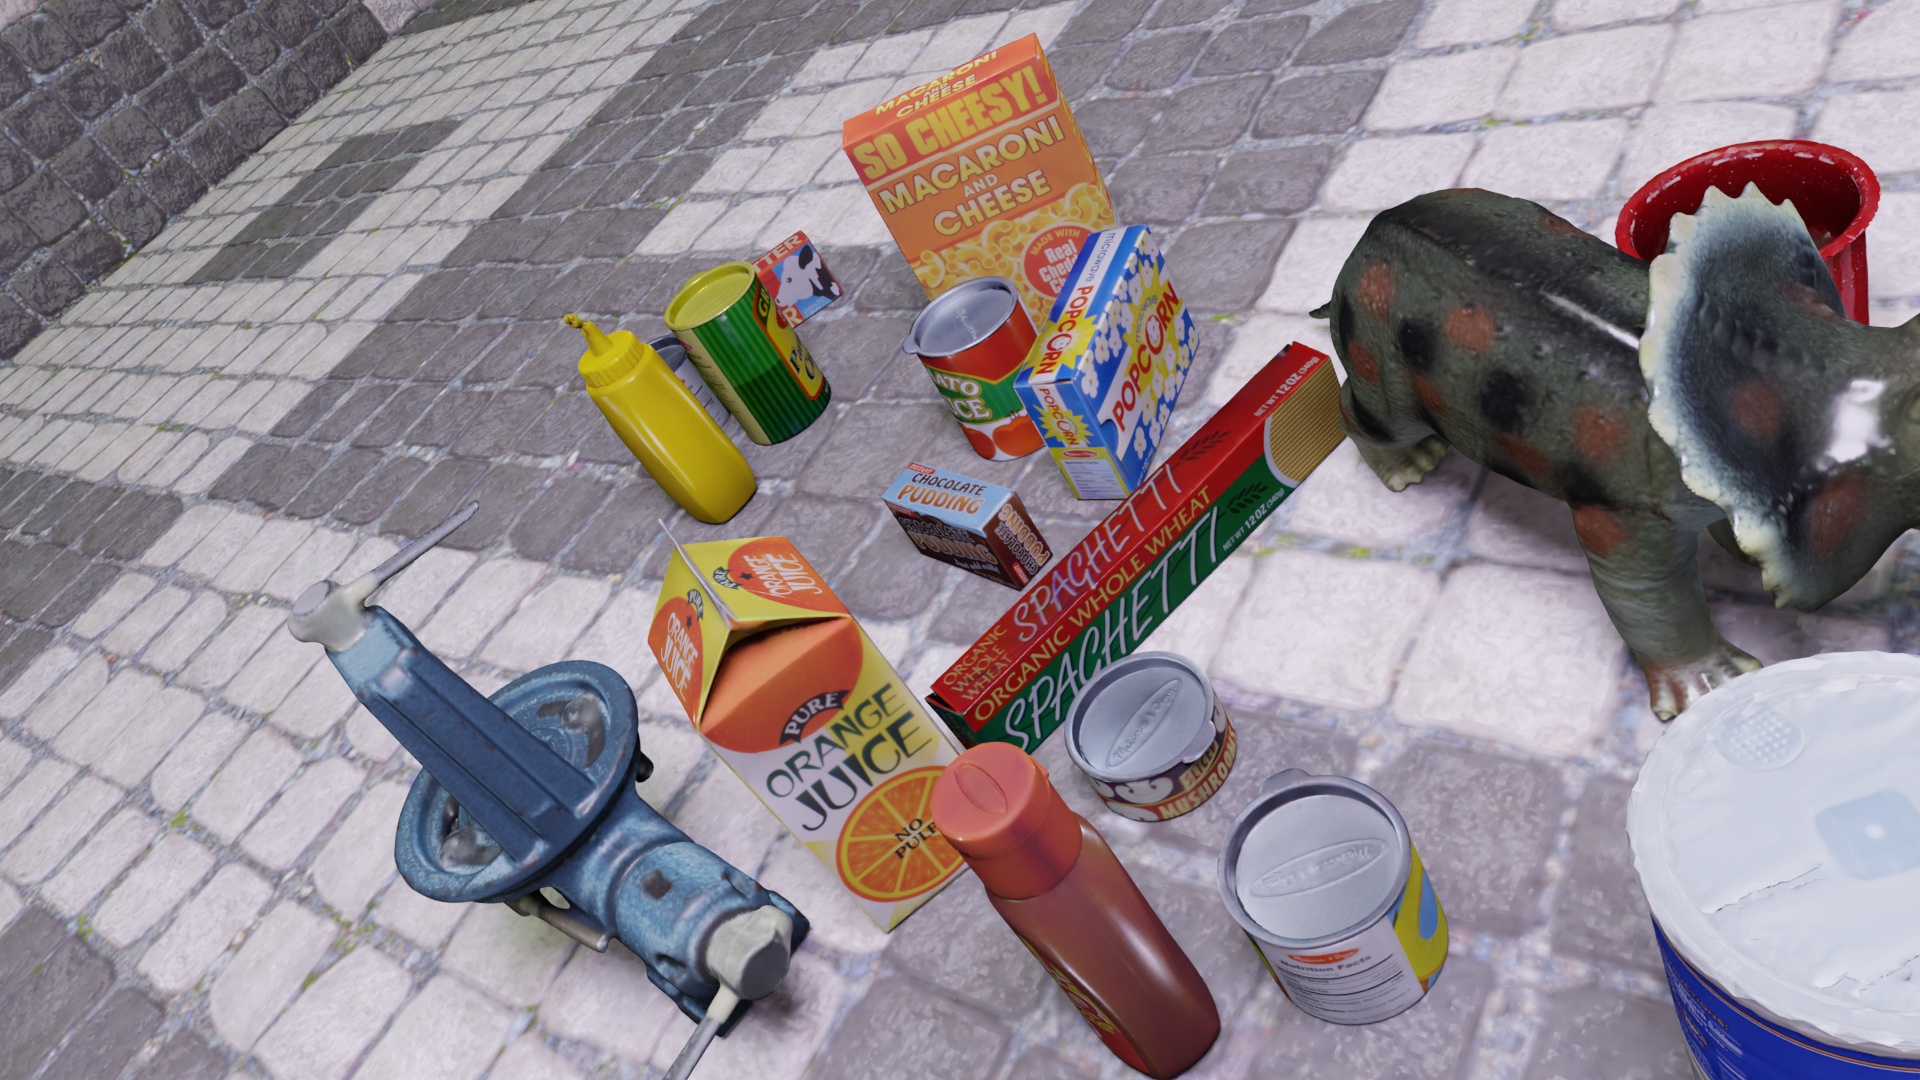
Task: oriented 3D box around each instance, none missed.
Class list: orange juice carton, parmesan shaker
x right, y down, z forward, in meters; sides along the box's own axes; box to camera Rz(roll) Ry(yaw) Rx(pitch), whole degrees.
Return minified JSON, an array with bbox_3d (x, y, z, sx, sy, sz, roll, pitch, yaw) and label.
[{"bbox_3d":[-0.060,0.069,0.567,0.073,0.192,0.072,-38,38,-6],"label":"orange juice carton"},{"bbox_3d":[-0.137,-0.122,0.907,0.071,0.102,0.072,-20,39,17],"label":"parmesan shaker"}]

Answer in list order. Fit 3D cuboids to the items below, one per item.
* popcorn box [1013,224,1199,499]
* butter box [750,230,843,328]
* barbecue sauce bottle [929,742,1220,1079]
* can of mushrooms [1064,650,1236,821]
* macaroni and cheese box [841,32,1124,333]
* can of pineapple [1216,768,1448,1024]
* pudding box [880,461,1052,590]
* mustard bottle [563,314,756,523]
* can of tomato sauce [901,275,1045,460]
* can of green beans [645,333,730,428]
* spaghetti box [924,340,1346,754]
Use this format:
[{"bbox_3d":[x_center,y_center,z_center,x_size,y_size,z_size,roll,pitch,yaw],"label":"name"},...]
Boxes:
[{"bbox_3d":[0.081,-0.095,0.737,0.038,0.085,0.127,-2,47,34],"label":"popcorn box"},{"bbox_3d":[-0.142,-0.173,1.007,0.103,0.053,0.024,-35,37,-4],"label":"butter box"},{"bbox_3d":[0.039,0.125,0.472,0.044,0.148,0.065,-40,38,-9],"label":"barbecue sauce bottle"},{"bbox_3d":[0.082,0.083,0.583,0.071,0.033,0.071,-19,39,17],"label":"can of mushrooms"},{"bbox_3d":[0.022,-0.198,0.825,0.123,0.166,0.040,-21,39,16],"label":"macaroni and cheese box"},{"bbox_3d":[0.130,0.123,0.484,0.071,0.057,0.071,-19,39,17],"label":"can of pineapple"},{"bbox_3d":[0.003,-0.009,0.727,0.084,0.049,0.030,19,61,46],"label":"pudding box"},{"bbox_3d":[-0.187,-0.079,0.847,0.065,0.159,0.049,21,62,47],"label":"mustard bottle"},{"bbox_3d":[0.017,-0.095,0.784,0.071,0.082,0.071,-20,39,17],"label":"can of tomato sauce"},{"bbox_3d":[-0.201,-0.101,0.965,0.071,0.057,0.071,-19,39,17],"label":"can of green beans"},{"bbox_3d":[0.089,0.006,0.649,0.251,0.050,0.029,-43,38,-13],"label":"spaghetti box"}]
